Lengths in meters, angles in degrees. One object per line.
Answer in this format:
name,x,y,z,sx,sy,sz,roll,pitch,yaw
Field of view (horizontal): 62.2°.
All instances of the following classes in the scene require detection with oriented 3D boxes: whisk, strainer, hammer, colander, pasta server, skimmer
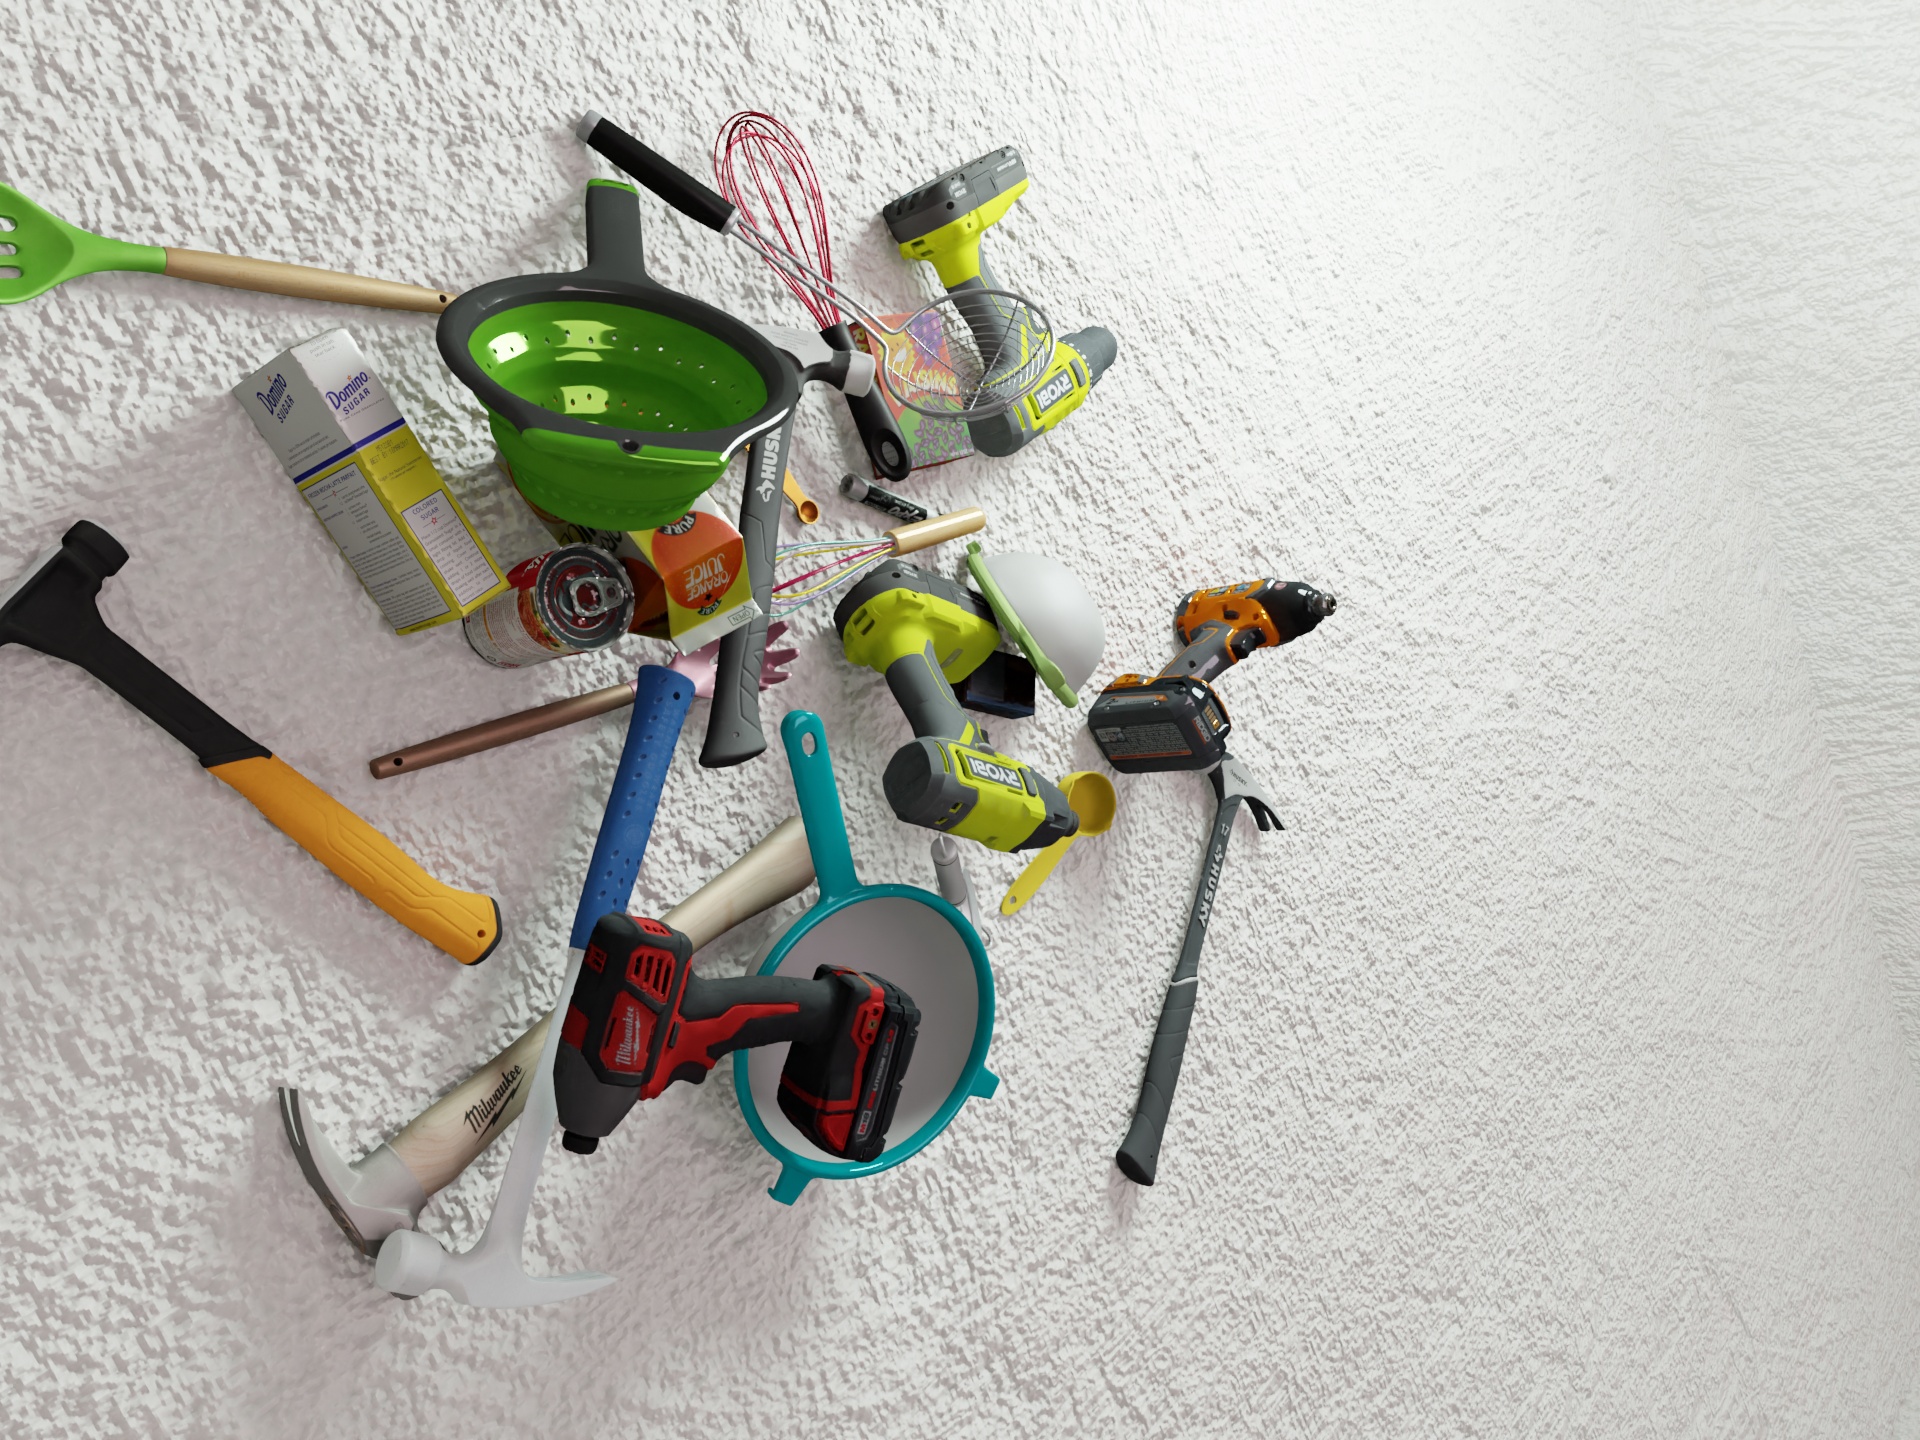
whisk,-0.105,-0.318,1.209,0.073,0.073,0.295,-36,108,-40
strainer,0.076,-0.075,1.245,0.069,0.256,0.151,-35,104,5
whisk,-0.068,-0.129,1.233,0.245,0.047,0.051,-22,107,-40
hammer,-0.400,0.043,0.911,0.336,0.034,0.127,46,55,-29
strainer,-0.096,0.150,1.119,0.211,0.095,0.340,-21,109,-31
strainer,-0.006,0.132,1.199,0.258,0.050,0.087,81,5,-65
hammer,-0.149,-0.128,1.124,0.146,0.035,0.335,11,72,-18
colander,-0.219,-0.228,0.997,0.204,0.094,0.398,5,38,-18
hammer,0.213,0.224,1.469,0.149,0.036,0.409,35,62,-36
hammer,-0.241,0.177,1.044,0.411,0.038,0.146,-41,110,-39
pasta server,-0.243,-0.014,1.067,0.316,0.040,0.060,-21,88,-42
hammer,-0.233,0.159,1.001,0.144,0.035,0.406,29,64,-38
skimmer,-0.103,-0.334,1.129,0.363,0.090,0.127,32,64,-13

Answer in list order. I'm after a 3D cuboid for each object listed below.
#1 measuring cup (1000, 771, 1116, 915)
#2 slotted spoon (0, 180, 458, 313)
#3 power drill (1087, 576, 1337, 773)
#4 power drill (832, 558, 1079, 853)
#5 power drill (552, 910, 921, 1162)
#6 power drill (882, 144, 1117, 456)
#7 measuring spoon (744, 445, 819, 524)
measuring cup,0.076,0.106,1.368,0.156,0.029,0.062,-49,117,-23
slotted spoon,-0.437,-0.261,0.925,0.313,0.031,0.070,-5,88,-46
power drill,0.233,-0.051,1.438,0.226,0.164,0.084,-47,116,-34
power drill,-0.002,-0.004,1.190,0.171,0.080,0.223,19,38,-42
power drill,-0.144,0.208,0.991,0.219,0.079,0.143,18,88,-34
power drill,0.044,-0.362,1.361,0.190,0.080,0.228,-43,116,-38
measuring spoon,-0.147,-0.195,1.204,0.116,0.011,0.021,52,54,-21
